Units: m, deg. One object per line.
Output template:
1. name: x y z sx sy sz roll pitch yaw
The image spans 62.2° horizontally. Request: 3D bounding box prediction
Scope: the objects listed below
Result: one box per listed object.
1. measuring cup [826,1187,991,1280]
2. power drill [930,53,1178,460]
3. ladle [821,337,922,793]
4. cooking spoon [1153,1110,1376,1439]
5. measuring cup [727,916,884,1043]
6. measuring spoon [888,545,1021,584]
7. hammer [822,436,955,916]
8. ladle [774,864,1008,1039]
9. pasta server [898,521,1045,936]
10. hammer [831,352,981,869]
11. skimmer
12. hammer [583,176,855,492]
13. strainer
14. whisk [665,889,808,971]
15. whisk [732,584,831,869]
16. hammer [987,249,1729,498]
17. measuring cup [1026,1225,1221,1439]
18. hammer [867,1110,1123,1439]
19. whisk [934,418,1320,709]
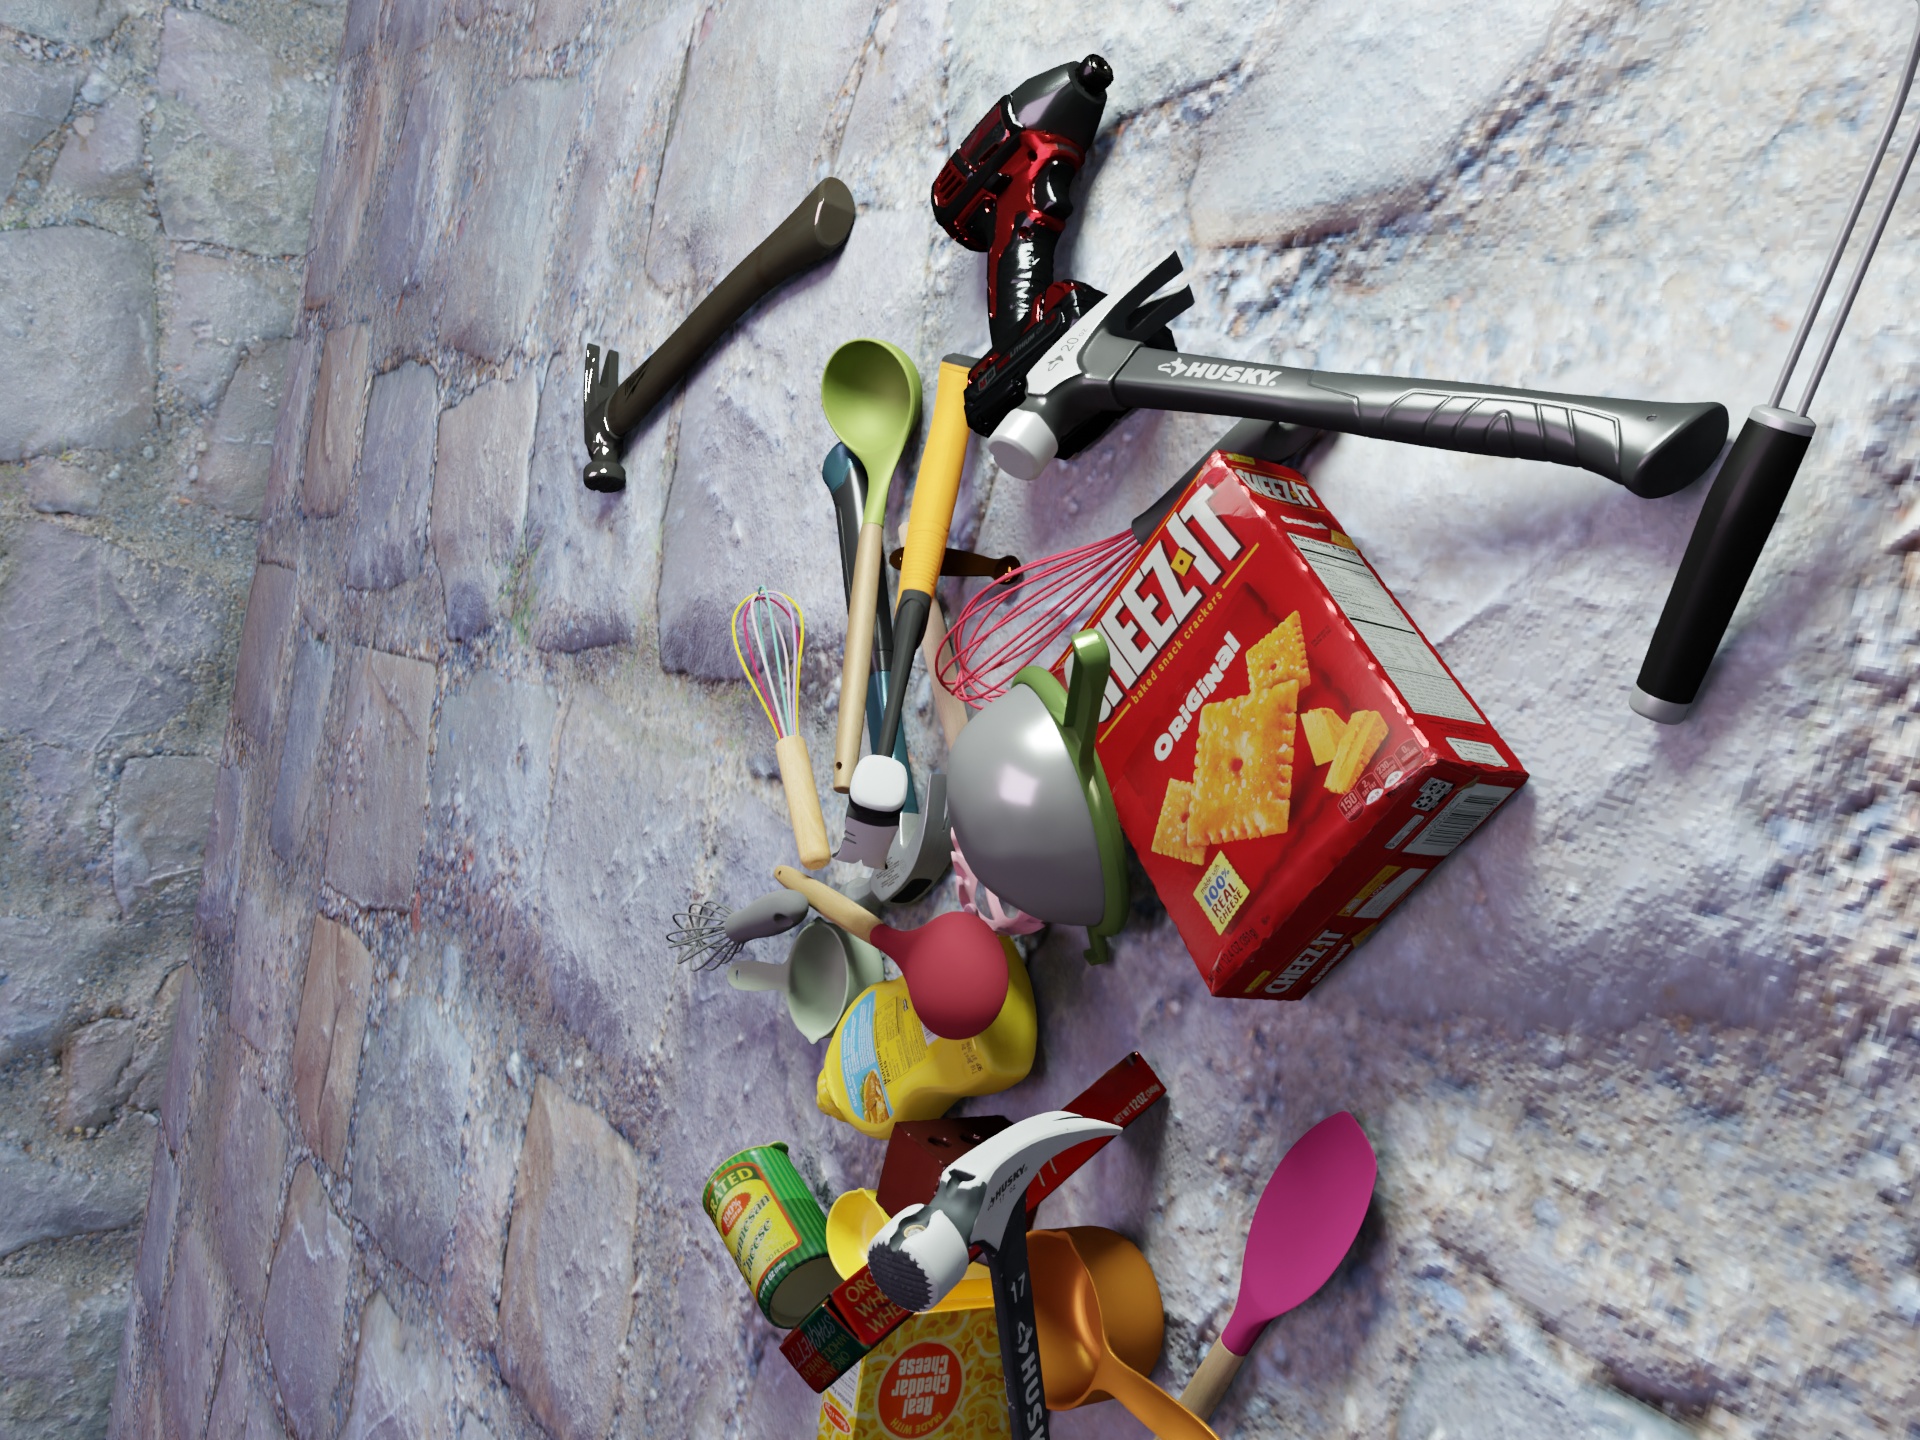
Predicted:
1. measuring cup: -0.019 0.325 0.963 0.156 0.029 0.062 4 87 41
2. power drill: 0.052 -0.279 0.938 0.143 0.078 0.220 -35 54 44
3. ladle: -0.068 -0.106 1.028 0.078 0.062 0.320 -16 59 37
4. cooking spoon: 0.122 0.321 0.773 0.069 0.017 0.318 -112 42 -61
5. measuring cup: -0.107 0.177 1.091 0.167 0.038 0.083 -10 76 54
6. measuring spoon: -0.004 -0.098 1.013 0.117 0.011 0.021 12 73 44
7. hammer: -0.058 -0.039 1.068 0.128 0.033 0.331 -34 58 46
8. ladle: -0.057 0.124 0.972 0.315 0.031 0.069 15 88 63
9. pasta server: -0.002 -0.003 0.984 0.040 0.060 0.317 112 150 -53
10. hammer: -0.026 -0.077 0.962 0.127 0.034 0.337 110 172 -65
11. skimmer: 0.338 -0.166 0.575 0.127 0.090 0.363 38 124 44
12. hammer: -0.215 -0.337 1.331 0.410 0.038 0.146 -26 62 47
13. strainer: 0.033 0.029 0.798 0.256 0.069 0.152 92 159 -65
14. whisk: -0.156 0.142 1.116 0.239 0.055 0.055 -27 62 60
15. whisk: -0.120 -0.002 1.123 0.051 0.047 0.245 -58 38 43
16. hammer: 0.175 -0.150 0.729 0.335 0.035 0.146 18 62 41
17. measuring cup: 0.088 0.316 0.790 0.174 0.052 0.095 21 102 53
18. hammer: 0.040 0.370 0.734 0.036 0.149 0.408 6 112 36
19. whisk: 0.088 -0.090 0.867 0.295 0.073 0.073 -39 54 36
